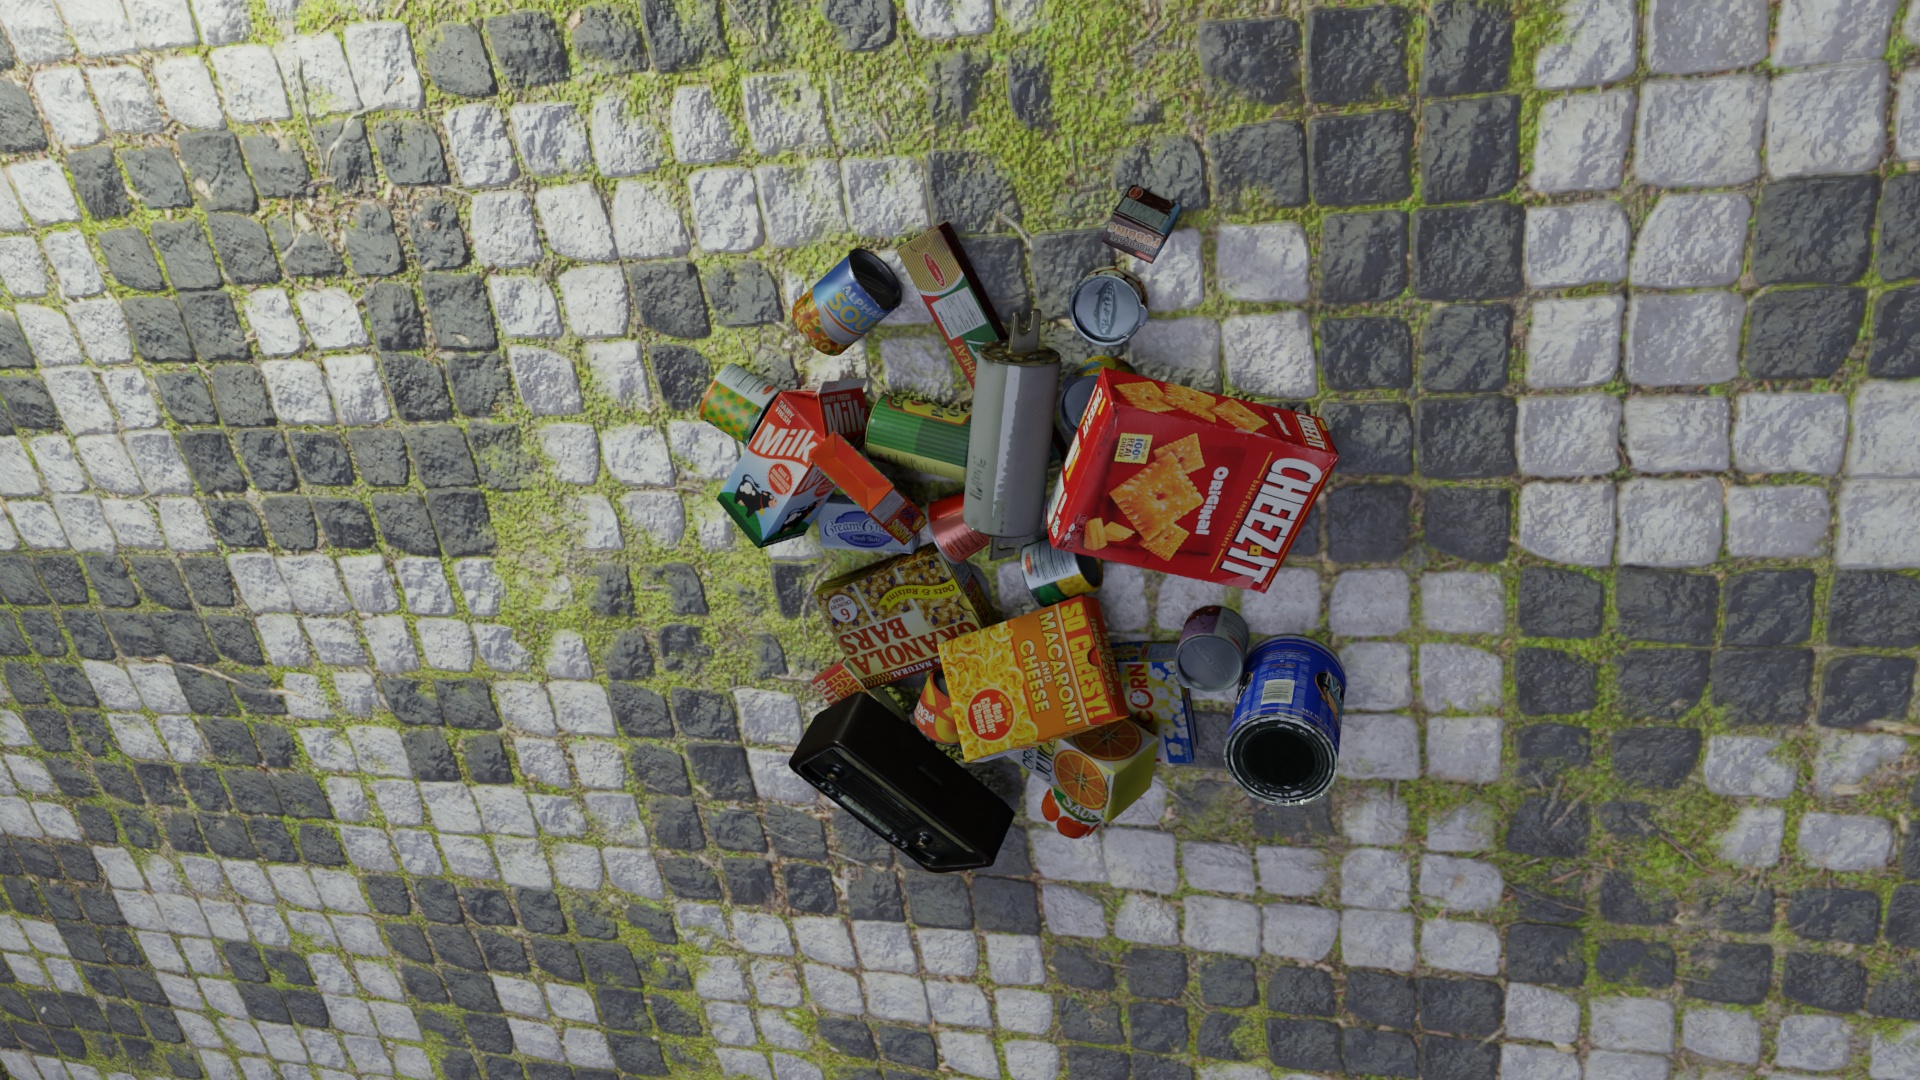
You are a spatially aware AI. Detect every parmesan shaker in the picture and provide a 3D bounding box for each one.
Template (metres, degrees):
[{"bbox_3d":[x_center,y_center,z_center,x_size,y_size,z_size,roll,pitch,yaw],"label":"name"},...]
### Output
[{"bbox_3d":[-0.030,-0.097,1.333,0.103,0.072,0.071,14,120,15],"label":"parmesan shaker"}]

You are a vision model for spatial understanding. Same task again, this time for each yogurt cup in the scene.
[{"bbox_3d":[0.005,-0.017,1.368,0.054,0.073,0.072,-25,107,19],"label":"yogurt cup"}]

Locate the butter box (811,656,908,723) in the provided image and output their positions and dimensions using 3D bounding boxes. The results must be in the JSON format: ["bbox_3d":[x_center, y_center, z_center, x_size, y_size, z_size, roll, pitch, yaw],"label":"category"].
[{"bbox_3d":[-0.110,0.177,1.531,0.053,0.024,0.103,-36,101,30],"label":"butter box"}]

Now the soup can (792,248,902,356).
[{"bbox_3d":[-0.106,-0.219,1.293,0.083,0.072,0.071,-35,102,31],"label":"soup can"}]

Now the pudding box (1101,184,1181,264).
[{"bbox_3d":[0.154,-0.268,1.173,0.050,0.084,0.030,25,125,4],"label":"pudding box"}]

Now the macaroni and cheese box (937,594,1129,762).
[{"bbox_3d":[0.069,0.137,1.361,0.166,0.040,0.124,-21,74,24],"label":"macaroni and cheese box"}]

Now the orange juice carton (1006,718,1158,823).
[{"bbox_3d":[0.101,0.196,1.417,0.193,0.073,0.071,30,134,32],"label":"orange juice carton"}]

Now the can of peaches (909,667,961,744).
[{"bbox_3d":[-0.012,0.173,1.470,0.071,0.071,0.057,25,121,5],"label":"can of peaches"}]

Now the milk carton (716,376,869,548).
[{"bbox_3d":[-0.156,-0.087,1.366,0.073,0.072,0.189,47,122,17],"label":"milk carton"}]

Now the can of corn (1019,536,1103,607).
[{"bbox_3d":[0.101,0.026,1.358,0.058,0.071,0.071,-20,109,26],"label":"can of corn"}]

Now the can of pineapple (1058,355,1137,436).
[{"bbox_3d":[0.127,-0.131,1.268,0.071,0.058,0.070,8,119,14],"label":"can of pineapple"}]

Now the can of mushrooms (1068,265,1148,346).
[{"bbox_3d":[0.135,-0.209,1.240,0.071,0.034,0.070,8,118,15],"label":"can of mushrooms"}]

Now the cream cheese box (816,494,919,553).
[{"bbox_3d":[-0.096,-0.017,1.424,0.104,0.024,0.053,3,116,17],"label":"cream cheese box"}]

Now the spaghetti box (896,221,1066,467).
[{"bbox_3d":[0.023,-0.175,1.298,0.050,0.029,0.249,-21,108,27],"label":"spaghetti box"}]

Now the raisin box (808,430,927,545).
[{"bbox_3d":[-0.086,-0.049,1.335,0.086,0.123,0.040,42,88,21],"label":"raisin box"}]

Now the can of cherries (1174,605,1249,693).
[{"bbox_3d":[0.243,0.106,1.355,0.071,0.059,0.071,8,120,14],"label":"can of cherries"}]

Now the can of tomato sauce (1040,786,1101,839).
[{"bbox_3d":[0.132,0.267,1.470,0.071,0.071,0.082,31,123,1],"label":"can of tomato sauce"}]

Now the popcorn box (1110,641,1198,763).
[{"bbox_3d":[0.190,0.167,1.416,0.085,0.038,0.126,-3,116,22],"label":"popcorn box"}]

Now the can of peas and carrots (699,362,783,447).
[{"bbox_3d":[-0.219,-0.133,1.379,0.059,0.071,0.070,31,122,2],"label":"can of peas and carrots"}]

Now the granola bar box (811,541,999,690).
[{"bbox_3d":[-0.056,0.078,1.452,0.165,0.039,0.124,-20,109,27],"label":"granola bar box"}]
